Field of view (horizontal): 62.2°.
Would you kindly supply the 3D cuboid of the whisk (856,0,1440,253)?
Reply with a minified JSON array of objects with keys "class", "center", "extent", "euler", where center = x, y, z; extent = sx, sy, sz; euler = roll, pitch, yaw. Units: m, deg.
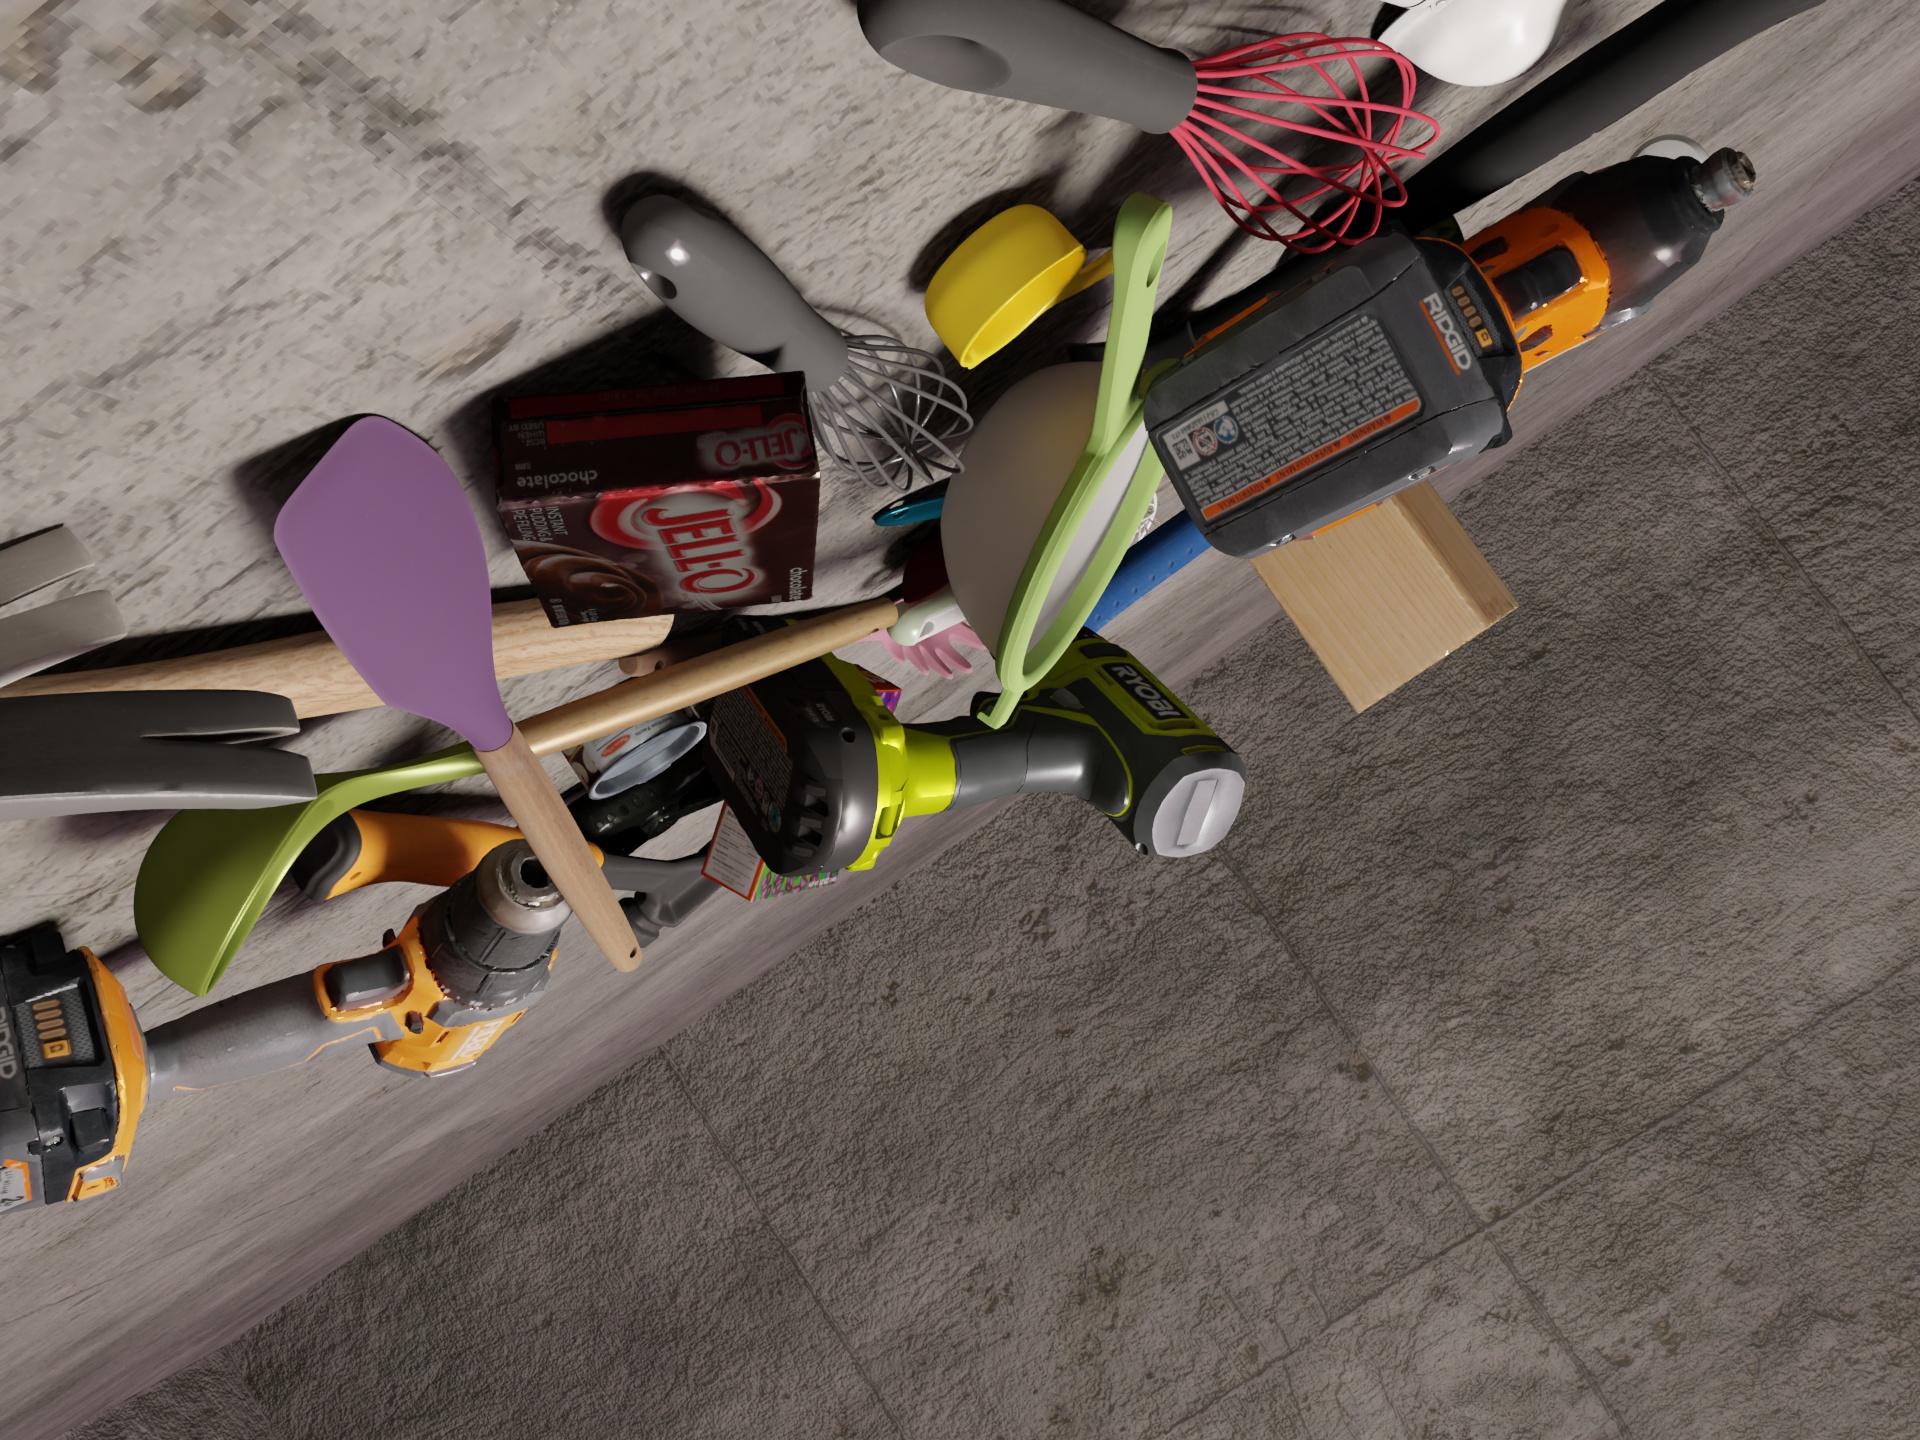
[{"class":"whisk","center":[0.069,-0.185,0.476],"extent":[0.073,0.073,0.295],"euler":[-40,164,35]}]

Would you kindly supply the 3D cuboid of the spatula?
[{"class":"spatula","center":[-0.149,0.015,0.535],"extent":[0.315,0.018,0.060],"euler":[83,31,-57]}]

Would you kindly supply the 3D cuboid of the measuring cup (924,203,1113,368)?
[{"class":"measuring cup","center":[0.036,-0.171,0.579],"extent":[0.062,0.029,0.156],"euler":[-41,-179,39]}]

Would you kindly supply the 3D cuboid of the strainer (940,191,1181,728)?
[{"class":"strainer","center":[0.033,-0.114,0.611],"extent":[0.151,0.069,0.256],"euler":[-57,167,-22]}]

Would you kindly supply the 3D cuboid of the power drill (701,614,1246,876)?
[{"class":"power drill","center":[-0.001,-0.002,0.764],"extent":[0.228,0.191,0.080],"euler":[-3,123,-30]}]

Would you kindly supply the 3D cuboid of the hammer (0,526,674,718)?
[{"class":"hammer","center":[-0.199,-0.016,0.493],"extent":[0.130,0.031,0.331],"euler":[-38,172,28]}]

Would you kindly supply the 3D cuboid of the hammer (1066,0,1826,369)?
[{"class":"hammer","center":[0.181,-0.207,0.641],"extent":[0.146,0.035,0.335],"euler":[-26,-179,-38]}]

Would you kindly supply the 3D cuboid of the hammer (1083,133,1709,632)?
[{"class":"hammer","center":[0.197,-0.150,0.818],"extent":[0.405,0.035,0.144],"euler":[-35,174,31]}]

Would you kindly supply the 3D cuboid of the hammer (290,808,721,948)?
[{"class":"hammer","center":[-0.202,0.068,0.800],"extent":[0.127,0.034,0.336],"euler":[-40,163,10]}]

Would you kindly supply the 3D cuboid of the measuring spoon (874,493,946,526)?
[{"class":"measuring spoon","center":[0.008,-0.120,0.792],"extent":[0.128,0.021,0.042],"euler":[-18,166,-31]}]

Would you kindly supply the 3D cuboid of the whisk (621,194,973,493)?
[{"class":"whisk","center":[-0.044,-0.112,0.498],"extent":[0.055,0.055,0.239],"euler":[-36,168,11]}]

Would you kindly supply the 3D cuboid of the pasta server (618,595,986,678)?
[{"class":"pasta server","center":[-0.068,-0.043,0.839],"extent":[0.316,0.040,0.060],"euler":[-15,126,-61]}]

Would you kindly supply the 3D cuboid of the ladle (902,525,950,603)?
[{"class":"ladle","center":[0.074,-0.133,0.917],"extent":[0.315,0.031,0.069],"euler":[-30,-173,-42]}]

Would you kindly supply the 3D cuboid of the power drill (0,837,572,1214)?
[{"class":"power drill","center":[-0.270,0.113,0.637],"extent":[0.226,0.084,0.185],"euler":[-10,159,-37]}]

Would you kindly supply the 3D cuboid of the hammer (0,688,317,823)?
[{"class":"hammer","center":[-0.289,0.108,0.458],"extent":[0.149,0.037,0.359],"euler":[-7,149,-34]}]

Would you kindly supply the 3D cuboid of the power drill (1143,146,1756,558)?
[{"class":"power drill","center":[0.189,-0.149,0.592],"extent":[0.226,0.084,0.164],"euler":[-32,-175,-42]}]

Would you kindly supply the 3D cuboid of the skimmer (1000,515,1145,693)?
[{"class":"skimmer","center":[0.023,-0.054,1.183],"extent":[0.127,0.090,0.363],"euler":[-24,157,-41]}]

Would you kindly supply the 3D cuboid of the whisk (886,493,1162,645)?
[{"class":"whisk","center":[0.044,-0.090,0.926],"extent":[0.246,0.059,0.057],"euler":[-28,154,-43]}]

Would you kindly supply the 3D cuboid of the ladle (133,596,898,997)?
[{"class":"ladle","center":[-0.145,0.013,0.602],"extent":[0.320,0.062,0.078],"euler":[-23,170,-35]}]

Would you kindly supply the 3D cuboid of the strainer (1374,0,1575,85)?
[{"class":"strainer","center":[0.156,-0.247,0.536],"extent":[0.087,0.050,0.258],"euler":[-22,179,41]}]
